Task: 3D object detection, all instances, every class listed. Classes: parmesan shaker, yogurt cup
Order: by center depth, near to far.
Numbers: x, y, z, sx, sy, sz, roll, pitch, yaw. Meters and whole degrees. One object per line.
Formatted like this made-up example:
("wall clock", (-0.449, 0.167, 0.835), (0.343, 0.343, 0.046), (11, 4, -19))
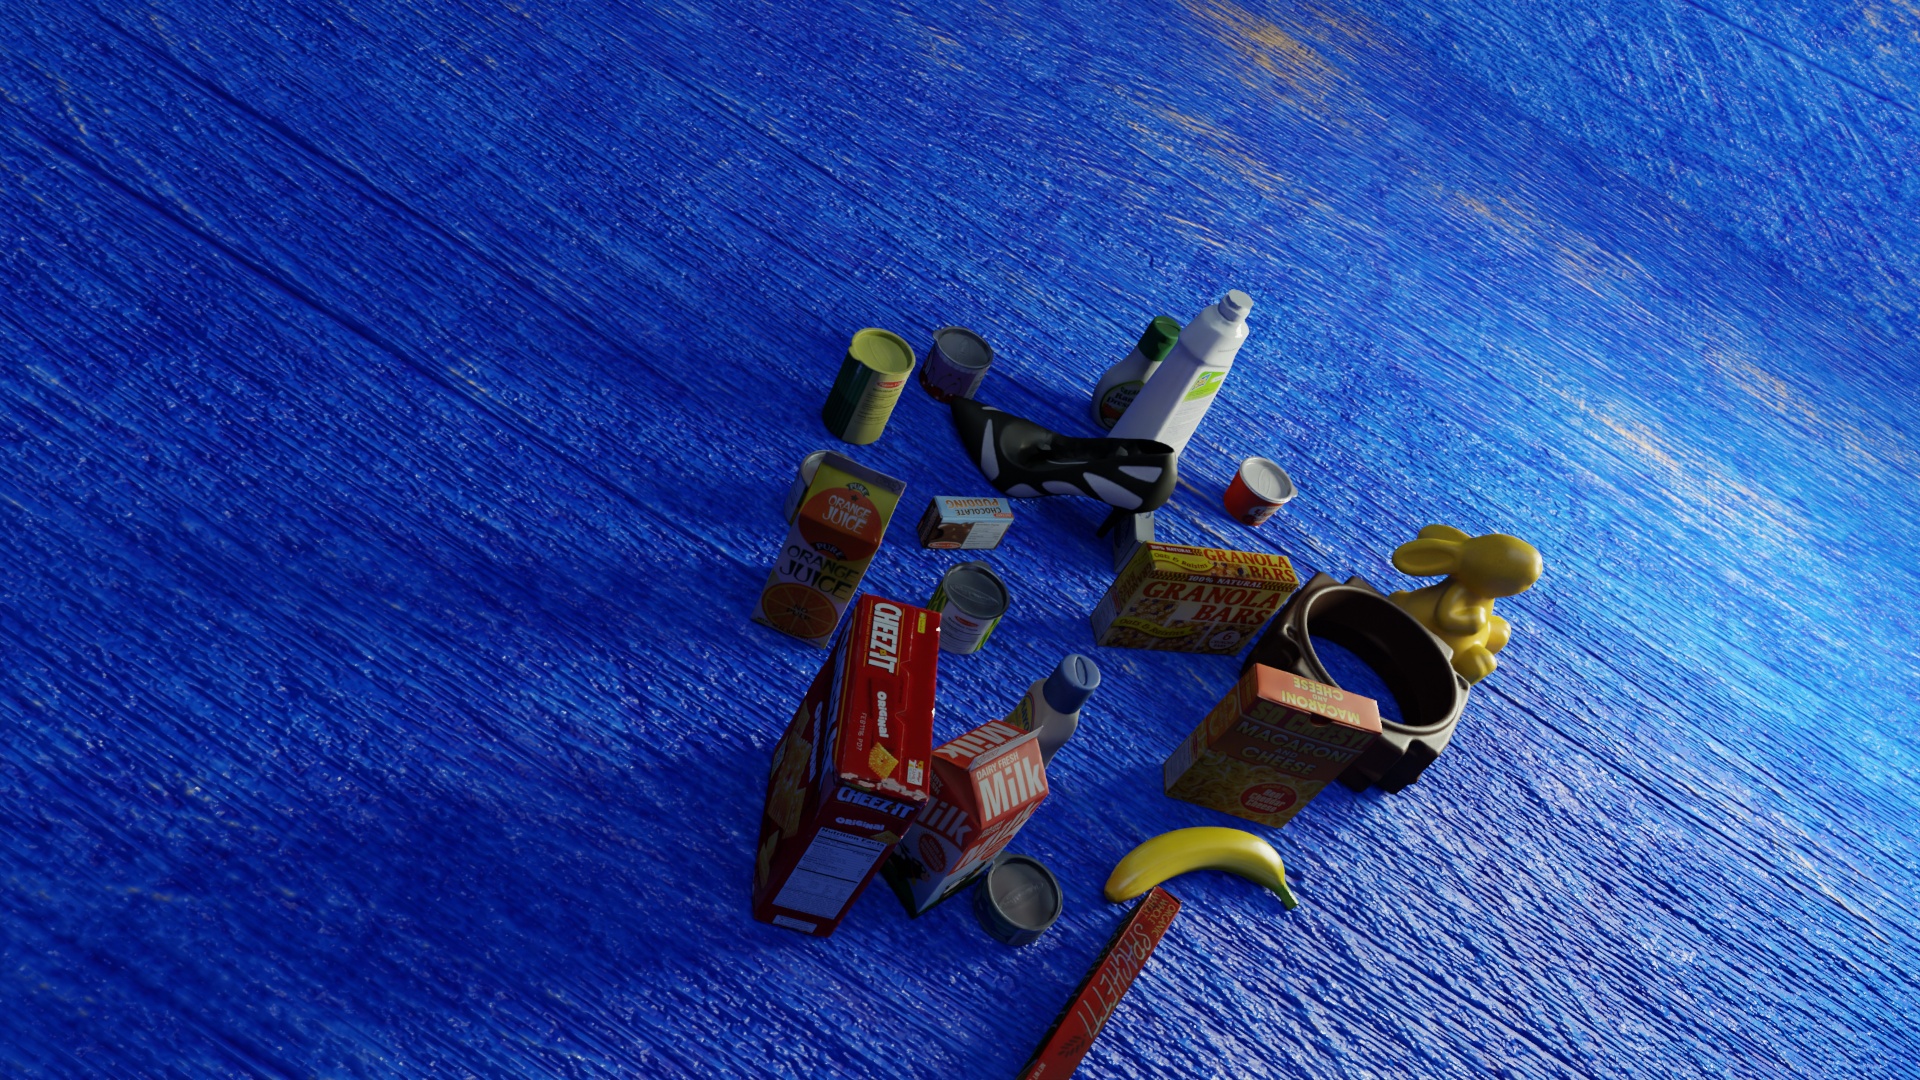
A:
("parmesan shaker", (-0.096, -0.154, 1.395), (0.071, 0.102, 0.072), (15, 45, -16))
("yogurt cup", (0.334, -0.053, 1.571), (0.072, 0.053, 0.073), (15, 45, -16))

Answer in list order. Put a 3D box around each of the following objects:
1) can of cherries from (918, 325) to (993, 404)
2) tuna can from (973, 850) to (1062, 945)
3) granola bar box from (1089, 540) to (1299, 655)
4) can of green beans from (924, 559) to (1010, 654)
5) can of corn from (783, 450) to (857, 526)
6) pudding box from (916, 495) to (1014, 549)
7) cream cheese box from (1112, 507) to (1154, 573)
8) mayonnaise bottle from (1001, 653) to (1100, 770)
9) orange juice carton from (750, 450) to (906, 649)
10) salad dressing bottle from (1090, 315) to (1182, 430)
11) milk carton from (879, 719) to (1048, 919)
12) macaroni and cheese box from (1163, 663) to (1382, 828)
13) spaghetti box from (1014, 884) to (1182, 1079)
("can of cherries", (-0.007, -0.191, 1.510), (0.071, 0.058, 0.072), (15, 45, -16))
("tuna can", (0.044, 0.287, 1.116), (0.071, 0.032, 0.071), (15, 45, -16))
("granola bar box", (0.227, 0.058, 1.359), (0.166, 0.123, 0.039), (6, 48, -24))
("can of green beans", (0.005, 0.063, 1.283), (0.071, 0.057, 0.071), (15, 45, -16))
("can of corn", (-0.125, -0.040, 1.308), (0.071, 0.058, 0.071), (15, 45, -16))
("pudding box", (0.005, -0.017, 1.363), (0.084, 0.049, 0.030), (0, 51, -28))
("cream cheese box", (0.181, -0.017, 1.455), (0.024, 0.053, 0.104), (18, 44, -13))
("mayonnaise bottle", (0.070, 0.151, 1.171), (0.041, 0.147, 0.065), (11, 46, -19))
("orange juice carton", (-0.110, 0.001, 1.180), (0.072, 0.191, 0.073), (24, 43, -7))
("salad dressing bottle", (0.197, -0.186, 1.552), (0.064, 0.146, 0.044), (16, 45, -15))
("milk carton", (0.001, 0.203, 1.055), (0.072, 0.189, 0.073), (-20, 62, -39))
("macaroni and cheese box", (0.274, 0.187, 1.235), (0.124, 0.165, 0.040), (18, 45, -13))
("spaghetti box", (0.098, 0.360, 1.065), (0.029, 0.050, 0.251), (39, 44, 9))
